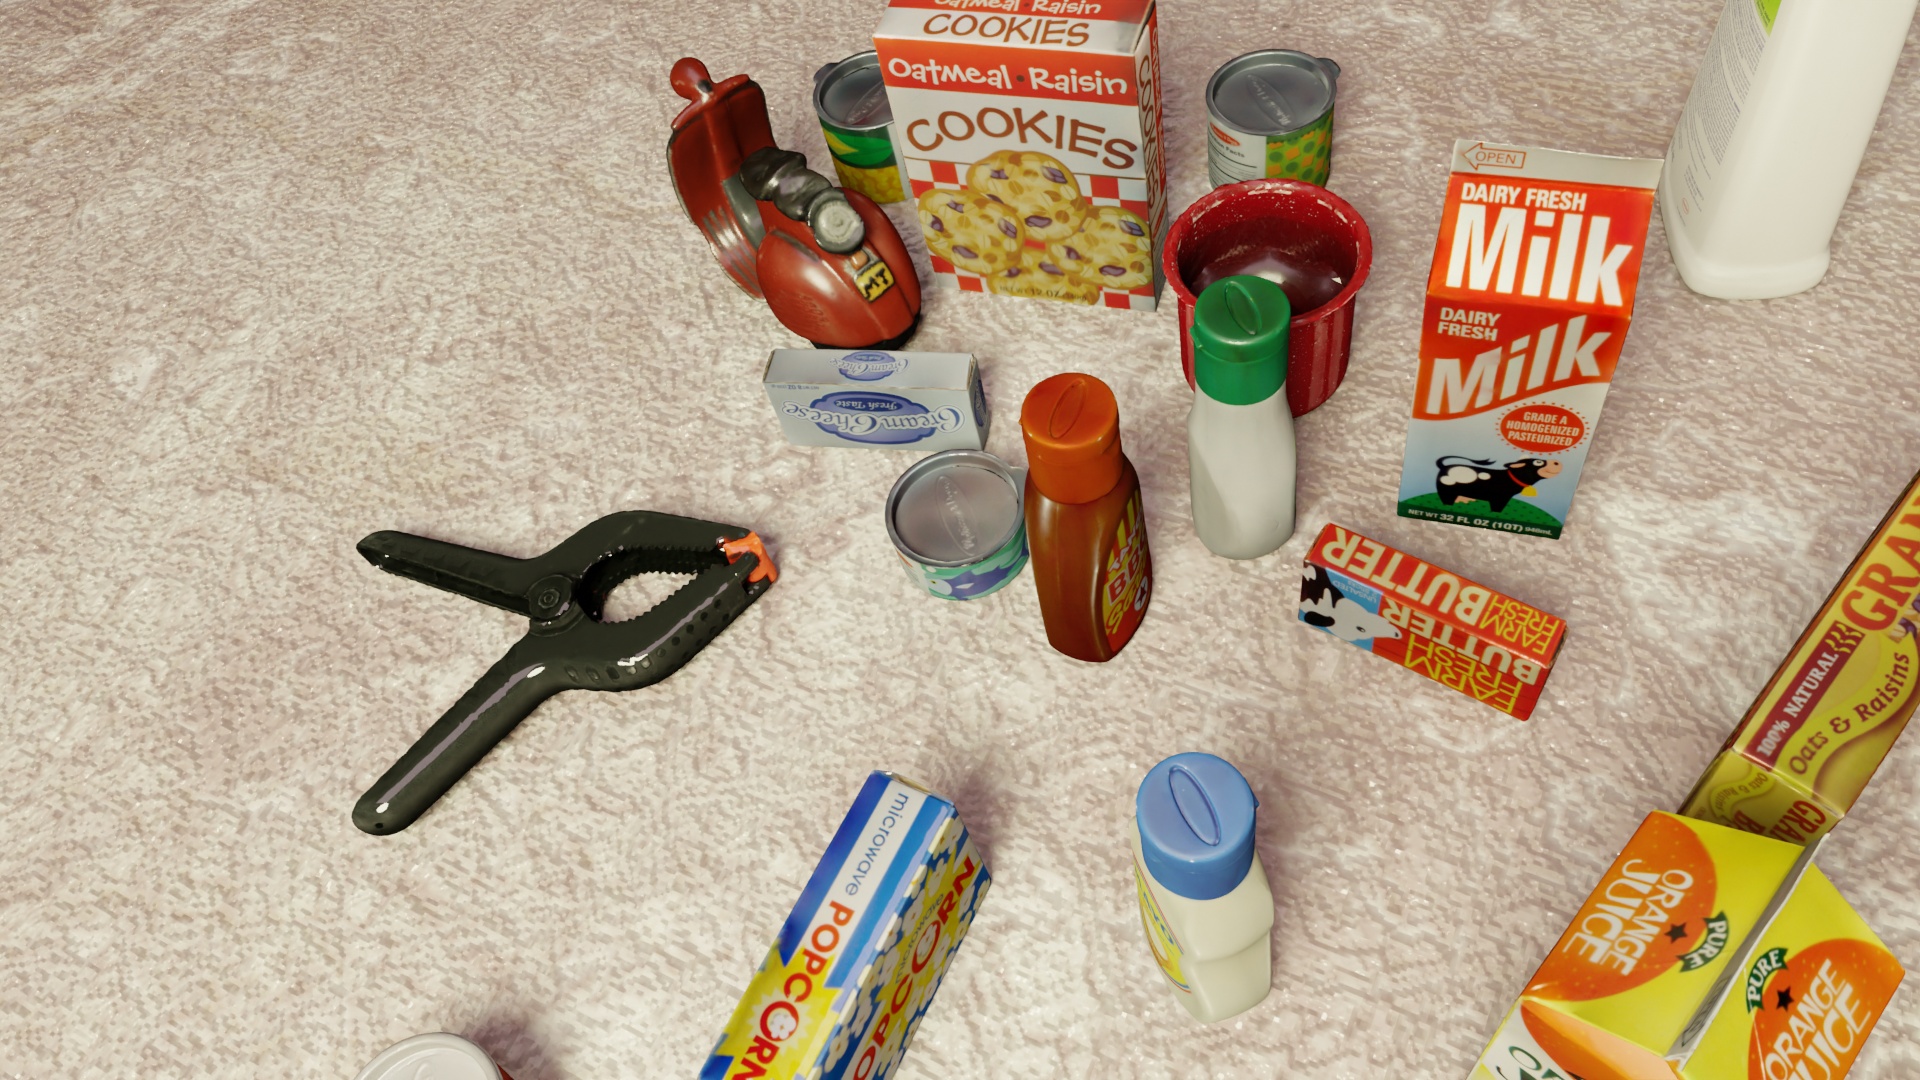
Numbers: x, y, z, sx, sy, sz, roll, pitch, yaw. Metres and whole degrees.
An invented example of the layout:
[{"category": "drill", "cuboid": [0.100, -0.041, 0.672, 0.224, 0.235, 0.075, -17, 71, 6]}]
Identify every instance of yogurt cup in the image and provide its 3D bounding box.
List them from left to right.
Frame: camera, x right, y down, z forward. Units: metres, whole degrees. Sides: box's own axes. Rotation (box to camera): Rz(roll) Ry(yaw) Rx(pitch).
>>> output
[{"category": "yogurt cup", "cuboid": [-0.193, 0.225, 0.522, 0.072, 0.053, 0.073, -5, 57, 8]}]

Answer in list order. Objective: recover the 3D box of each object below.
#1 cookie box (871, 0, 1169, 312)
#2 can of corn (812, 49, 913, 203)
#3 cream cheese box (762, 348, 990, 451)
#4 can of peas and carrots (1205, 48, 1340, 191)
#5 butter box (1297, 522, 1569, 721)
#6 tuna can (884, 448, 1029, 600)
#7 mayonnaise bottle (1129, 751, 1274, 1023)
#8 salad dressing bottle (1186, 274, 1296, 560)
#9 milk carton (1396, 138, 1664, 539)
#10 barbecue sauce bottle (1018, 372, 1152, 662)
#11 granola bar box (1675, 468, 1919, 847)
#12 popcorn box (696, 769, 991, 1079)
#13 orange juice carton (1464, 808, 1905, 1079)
[{"category": "cookie box", "cuboid": [0.036, -0.188, 0.679, 0.123, 0.166, 0.040, 10, 60, 17]}, {"category": "can of corn", "cuboid": [-0.047, -0.236, 0.793, 0.071, 0.058, 0.071, -5, 57, 8]}, {"category": "cream cheese box", "cuboid": [-0.040, -0.069, 0.685, 0.104, 0.053, 0.024, 3, 58, 13]}, {"category": "can of peas and carrots", "cuboid": [0.166, -0.218, 0.738, 0.071, 0.058, 0.071, -5, 57, 8]}, {"category": "butter box", "cuboid": [0.192, 0.033, 0.572, 0.103, 0.053, 0.024, 26, 66, 25]}, {"category": "tuna can", "cuboid": [0.002, -0.008, 0.649, 0.071, 0.032, 0.071, -5, 57, 8]}, {"category": "mayonnaise bottle", "cuboid": [0.082, 0.119, 0.481, 0.041, 0.147, 0.065, -23, 56, -4]}, {"category": "salad dressing bottle", "cuboid": [0.118, -0.048, 0.583, 0.044, 0.147, 0.064, -16, 56, 1]}, {"category": "milk carton", "cuboid": [0.224, -0.085, 0.561, 0.072, 0.189, 0.074, 10, 60, 18]}, {"category": "barbecue sauce bottle", "cuboid": [0.051, -0.009, 0.570, 0.044, 0.148, 0.065, 16, 62, 20]}, {"category": "granola bar box", "cuboid": [0.314, 0.050, 0.494, 0.039, 0.123, 0.166, 35, 70, 28]}, {"category": "popcorn box", "cuboid": [-0.038, 0.160, 0.515, 0.038, 0.085, 0.127, 20, 63, 22]}, {"category": "orange juice carton", "cuboid": [0.208, 0.146, 0.411, 0.073, 0.191, 0.072, 36, 70, 28]}]
